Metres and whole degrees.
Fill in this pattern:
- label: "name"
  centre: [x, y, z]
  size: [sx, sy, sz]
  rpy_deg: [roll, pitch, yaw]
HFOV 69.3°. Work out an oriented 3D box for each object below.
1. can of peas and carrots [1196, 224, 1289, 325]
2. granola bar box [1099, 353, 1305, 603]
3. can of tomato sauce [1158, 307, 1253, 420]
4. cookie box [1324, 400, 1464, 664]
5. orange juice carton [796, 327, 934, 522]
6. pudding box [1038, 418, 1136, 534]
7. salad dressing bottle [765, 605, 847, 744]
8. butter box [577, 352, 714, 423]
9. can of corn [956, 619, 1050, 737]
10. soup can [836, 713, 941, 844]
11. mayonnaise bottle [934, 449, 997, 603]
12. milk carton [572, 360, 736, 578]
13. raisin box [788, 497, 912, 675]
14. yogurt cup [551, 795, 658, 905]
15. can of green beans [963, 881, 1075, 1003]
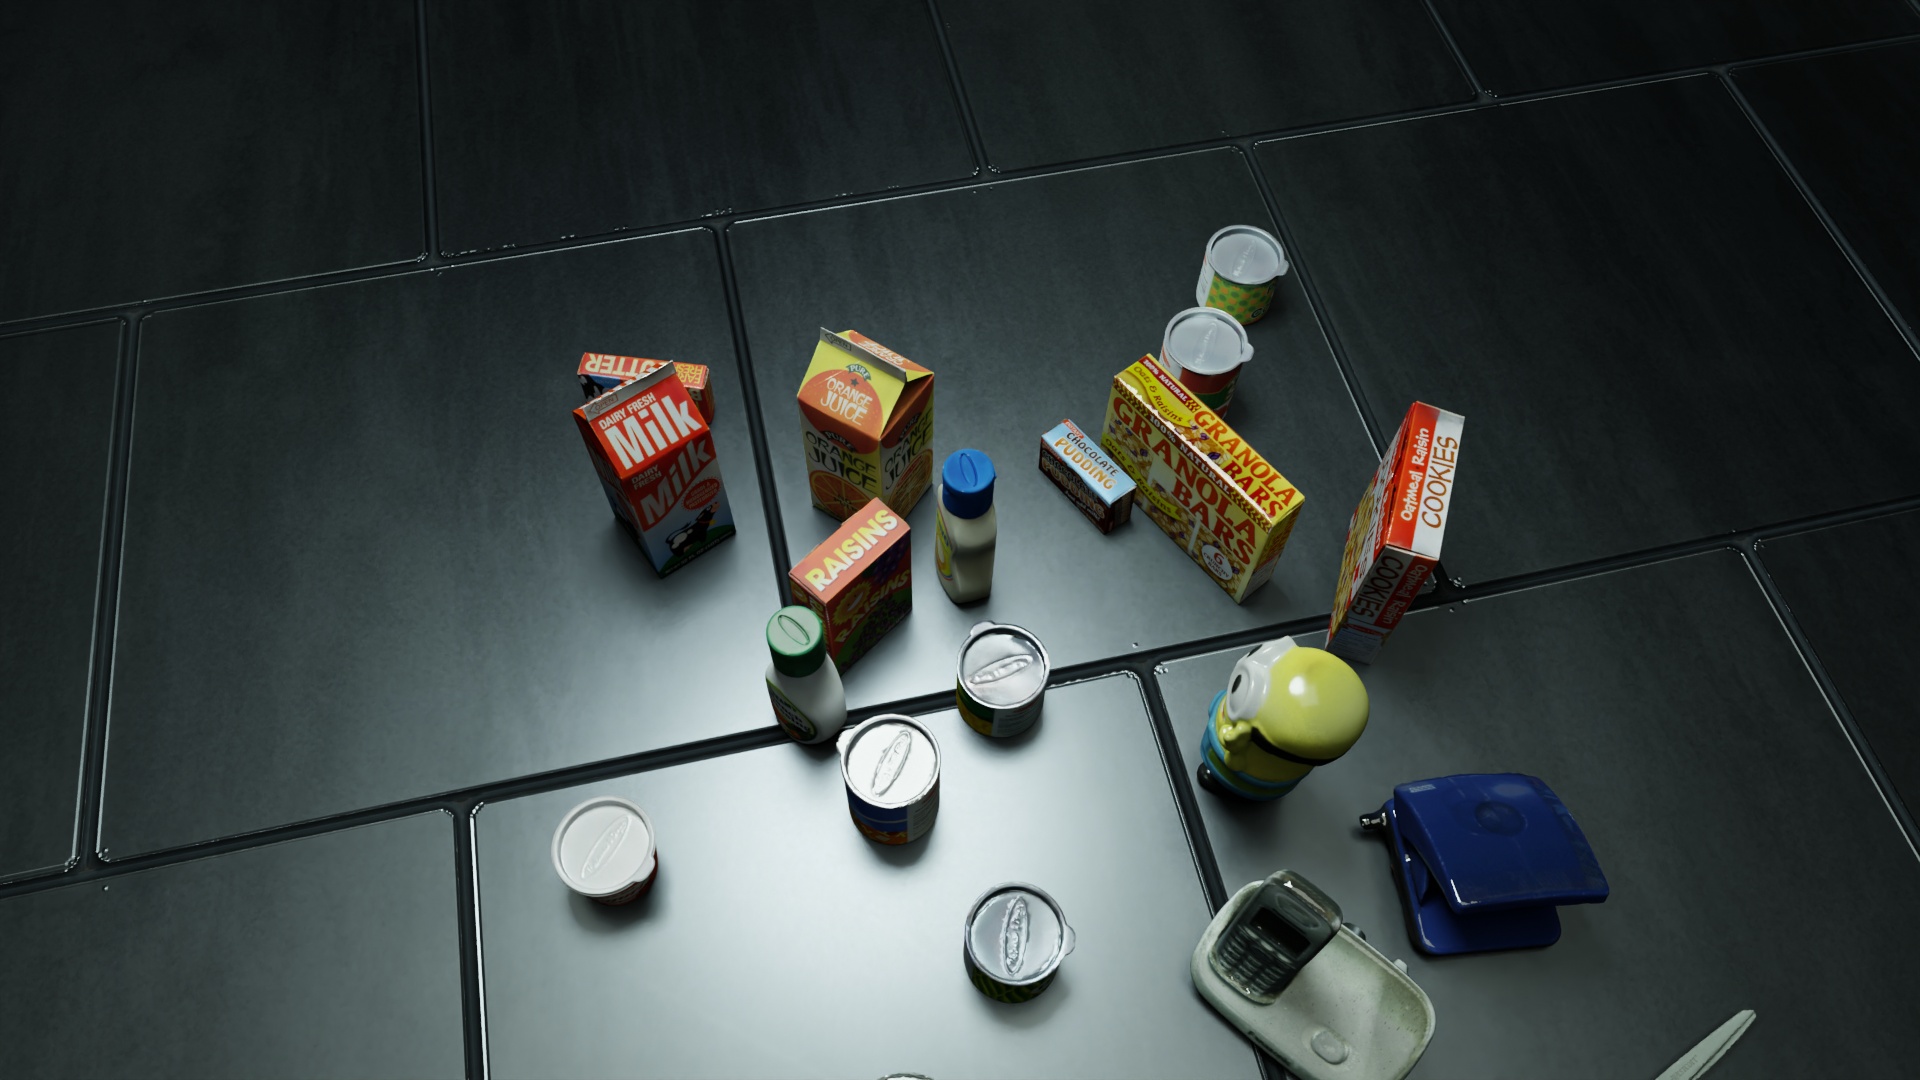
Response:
- label: "can of peas and carrots"
  centre: [0.243, -0.227, 1.198]
  size: [0.071, 0.058, 0.071]
  rpy_deg: [1, 60, -1]
- label: "granola bar box"
  centre: [0.178, -0.046, 1.054]
  size: [0.039, 0.123, 0.166]
  rpy_deg: [-35, 67, -19]
- label: "can of tomato sauce"
  centre: [0.195, -0.138, 1.131]
  size: [0.071, 0.082, 0.071]
  rpy_deg: [1, 60, -1]
- label: "cookie box"
  centre: [0.312, -0.002, 1.007]
  size: [0.040, 0.166, 0.123]
  rpy_deg: [16, 61, 8]
- label: "orange juice carton"
  centre: [-0.068, -0.084, 1.030]
  size: [0.072, 0.191, 0.073]
  rpy_deg: [29, 64, 14]
- label: "pudding box"
  centre: [0.100, -0.051, 1.098]
  size: [0.030, 0.049, 0.084]
  rpy_deg: [-35, 67, -19]
- label: "salad dressing bottle"
  centre: [-0.108, 0.092, 0.953]
  size: [0.044, 0.147, 0.064]
  rpy_deg: [-40, 69, -21]
- label: "butter box"
  centre: [-0.253, -0.123, 1.128]
  size: [0.103, 0.053, 0.024]
  rpy_deg: [6, 60, 2]
- label: "can of corn"
  centre: [0.029, 0.100, 1.004]
  size: [0.071, 0.058, 0.071]
  rpy_deg: [1, 60, -1]
- label: "soup can"
  centre: [-0.049, 0.163, 0.950]
  size: [0.071, 0.083, 0.071]
  rpy_deg: [1, 60, -1]
- label: "mayonnaise bottle"
  centre: [0.004, -0.013, 1.017]
  size: [0.041, 0.147, 0.065]
  rpy_deg: [-13, 62, -9]
- label: "milk carton"
  centre: [-0.224, -0.058, 1.013]
  size: [0.072, 0.189, 0.073]
  rpy_deg: [-33, 66, -18]
- label: "raisin box"
  centre: [-0.076, 0.036, 1.001]
  size: [0.040, 0.122, 0.086]
  rpy_deg: [40, 67, 19]
- label: "yogurt cup"
  centre: [-0.235, 0.212, 0.934]
  size: [0.072, 0.053, 0.073]
  rpy_deg: [1, 60, -1]
- label: "can of green beans"
  centre: [0.035, 0.264, 0.909]
  size: [0.071, 0.057, 0.071]
  rpy_deg: [1, 60, -1]
